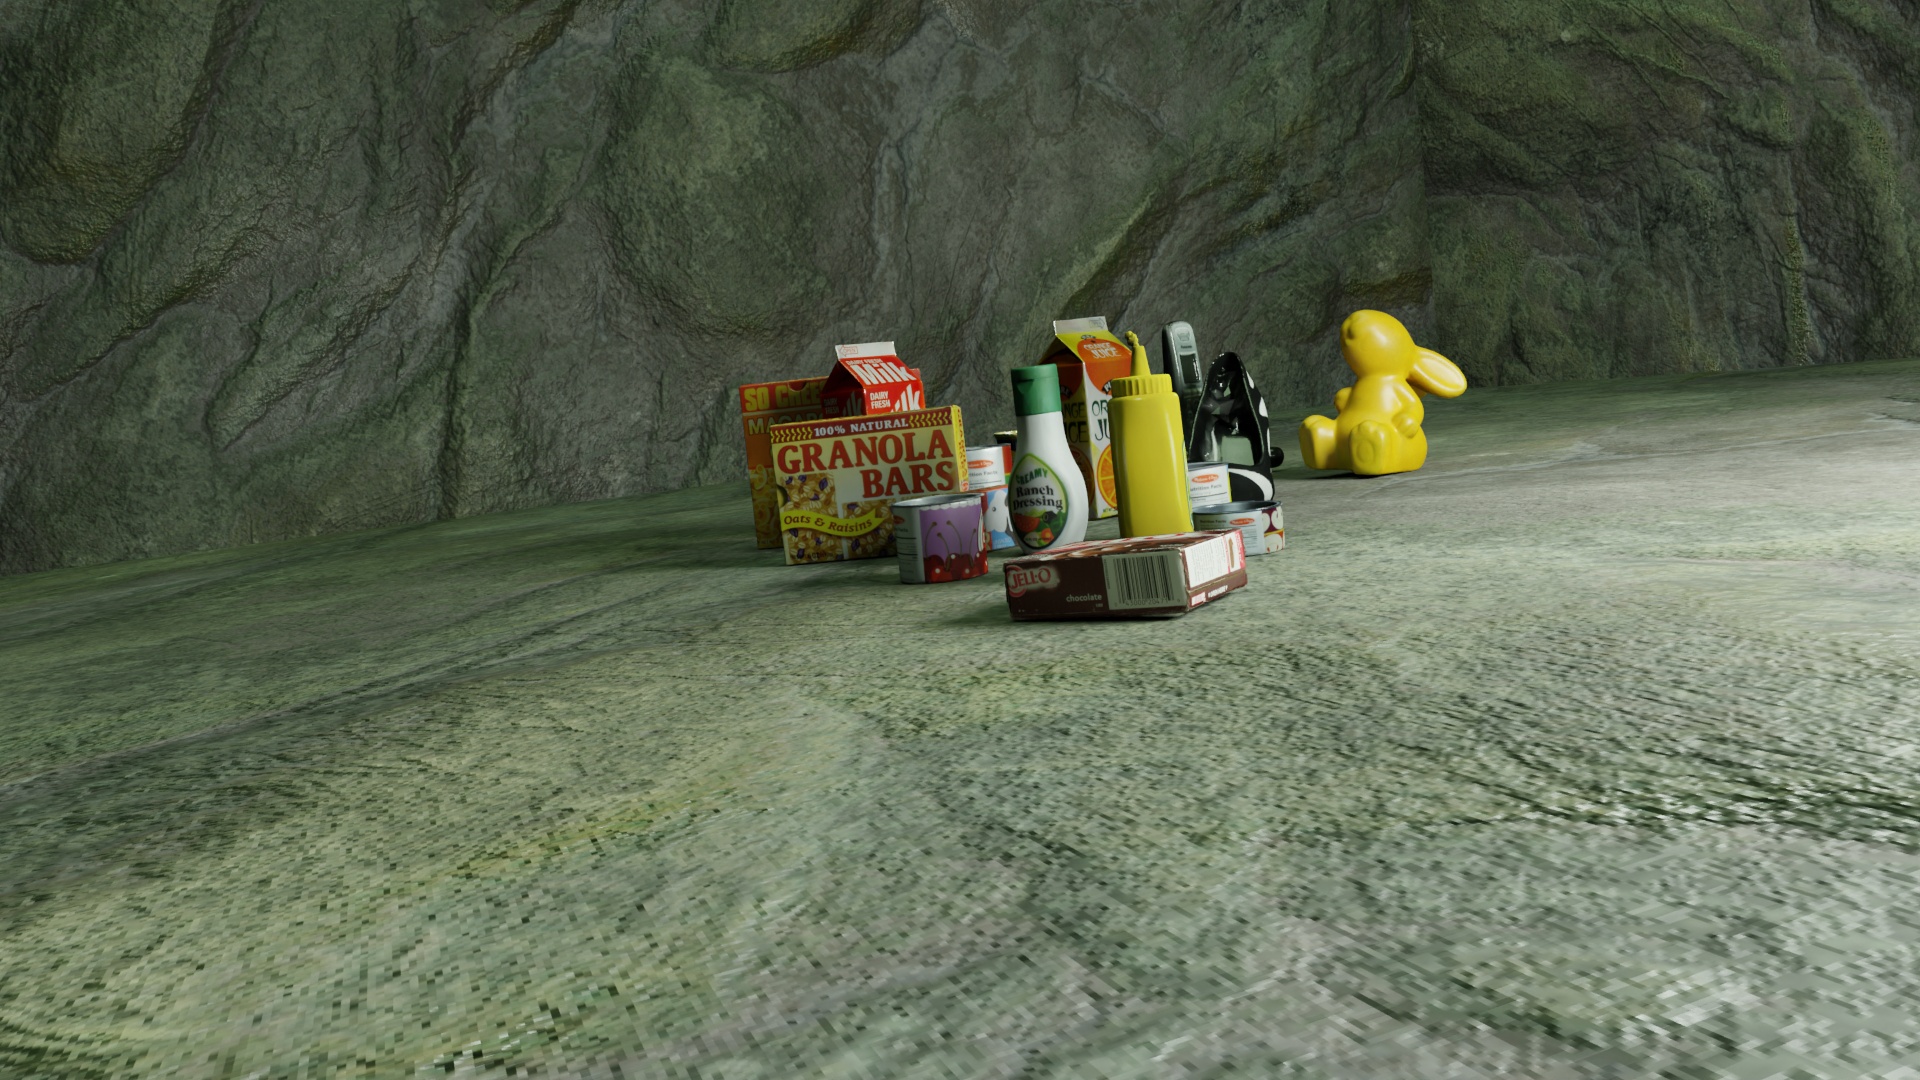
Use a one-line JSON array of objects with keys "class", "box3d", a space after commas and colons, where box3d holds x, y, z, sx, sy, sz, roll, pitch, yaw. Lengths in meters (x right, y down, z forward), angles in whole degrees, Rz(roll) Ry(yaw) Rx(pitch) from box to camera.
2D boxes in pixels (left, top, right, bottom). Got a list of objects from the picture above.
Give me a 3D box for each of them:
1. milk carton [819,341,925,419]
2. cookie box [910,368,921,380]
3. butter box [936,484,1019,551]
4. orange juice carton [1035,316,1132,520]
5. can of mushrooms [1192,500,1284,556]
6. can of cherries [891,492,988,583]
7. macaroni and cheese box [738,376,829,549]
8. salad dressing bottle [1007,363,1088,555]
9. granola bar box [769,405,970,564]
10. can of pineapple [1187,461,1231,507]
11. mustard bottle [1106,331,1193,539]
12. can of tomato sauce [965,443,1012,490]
[{"class": "milk carton", "box3d": [-0.079, -0.092, 1.321, 0.072, 0.190, 0.073, -11, 7, -41]}, {"class": "cookie box", "box3d": [-0.097, -0.098, 1.514, 0.123, 0.167, 0.040, -8, 6, -20]}, {"class": "butter box", "box3d": [0.004, -0.014, 1.144, 0.104, 0.053, 0.024, -11, 7, -36]}, {"class": "orange juice carton", "box3d": [0.125, -0.119, 1.343, 0.072, 0.192, 0.073, -11, 7, -38]}, {"class": "can of mushrooms", "box3d": [0.194, -0.009, 0.975, 0.071, 0.033, 0.071, -6, 6, 1]}, {"class": "can of cherries", "box3d": [-0.012, -0.002, 1.017, 0.071, 0.058, 0.071, -6, 6, 1]}, {"class": "macaroni and cheese box", "box3d": [-0.150, -0.080, 1.399, 0.124, 0.166, 0.040, -6, 5, 9]}, {"class": "salad dressing bottle", "box3d": [0.065, -0.063, 1.089, 0.064, 0.147, 0.044, -3, 6, 34]}, {"class": "granola bar box", "box3d": [-0.077, -0.048, 1.209, 0.165, 0.124, 0.039, -5, 5, 11]}, {"class": "can of pineapple", "box3d": [0.176, -0.029, 1.075, 0.071, 0.057, 0.071, -6, 6, 1]}, {"class": "mustard bottle", "box3d": [0.124, -0.058, 0.914, 0.049, 0.160, 0.065, -6, 5, 4]}, {"class": "can of tomato sauce", "box3d": [0.018, -0.046, 1.286, 0.071, 0.083, 0.071, -6, 5, 1]}]
